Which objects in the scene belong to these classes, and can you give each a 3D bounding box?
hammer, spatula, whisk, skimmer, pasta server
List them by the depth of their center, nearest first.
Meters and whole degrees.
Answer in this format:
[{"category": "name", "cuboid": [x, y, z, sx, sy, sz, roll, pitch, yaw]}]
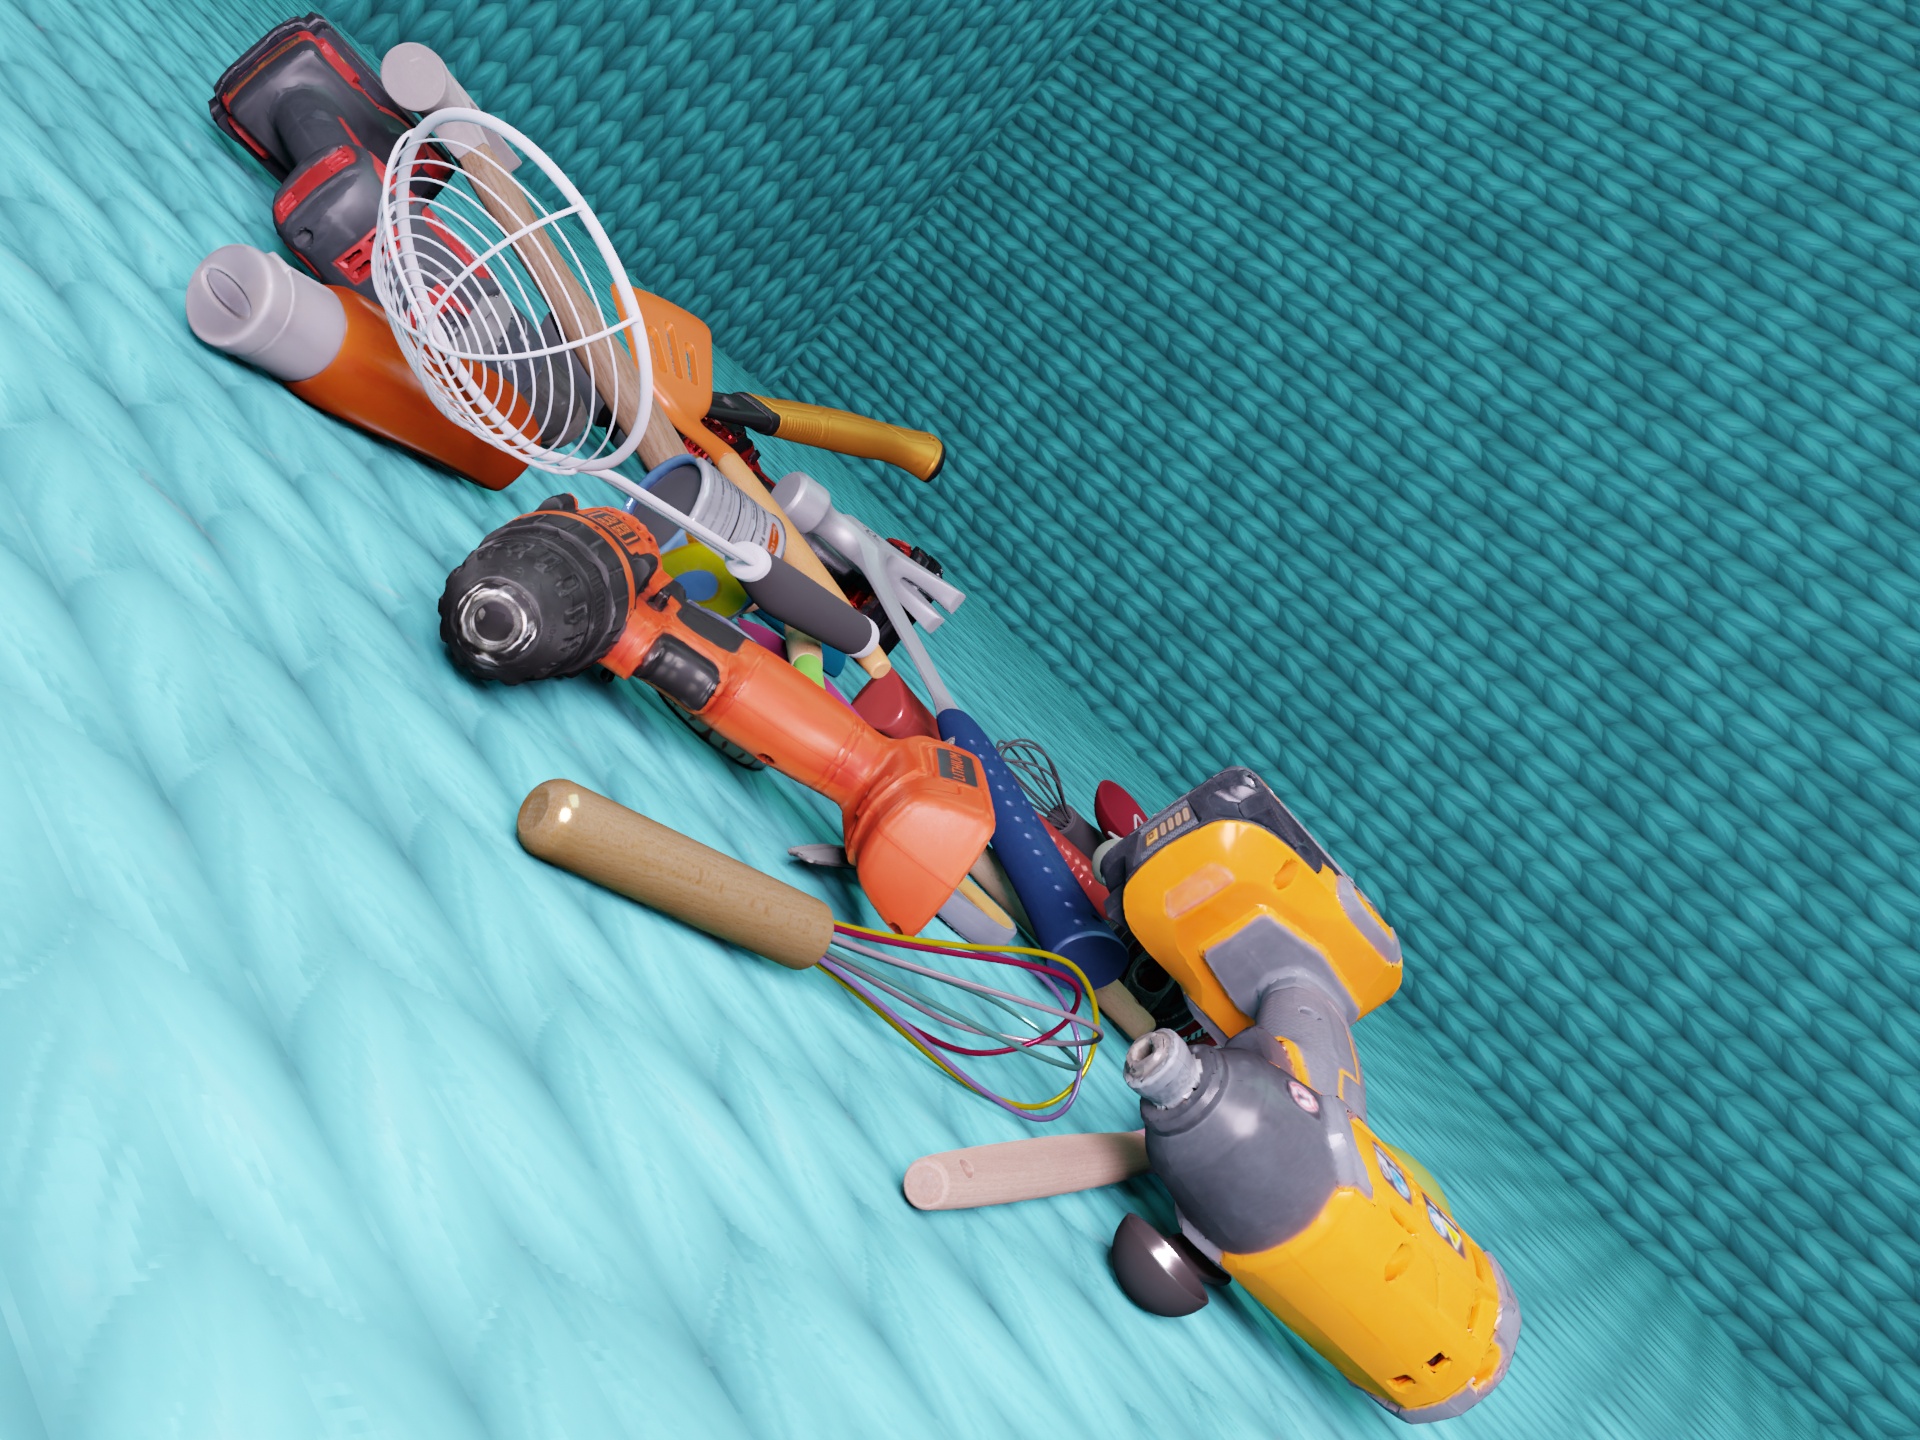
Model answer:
[{"category": "whisk", "cuboid": [-0.031, 0.068, 0.481, 0.244, 0.047, 0.051, 33, 13, -42]}, {"category": "pasta server", "cuboid": [0.057, 0.144, 0.541, 0.060, 0.040, 0.316, 58, 13, 23]}, {"category": "skimmer", "cuboid": [-0.105, -0.112, 0.666, 0.127, 0.090, 0.363, 28, -2, 27]}, {"category": "whisk", "cuboid": [0.092, 0.074, 0.827, 0.058, 0.059, 0.246, 22, 1, 12]}, {"category": "hammer", "cuboid": [-0.198, -0.203, 0.865, 0.331, 0.031, 0.130, 59, 0, -18]}, {"category": "hammer", "cuboid": [-0.001, -0.003, 0.870, 0.144, 0.035, 0.406, 33, 18, -37]}, {"category": "spatula", "cuboid": [-0.118, -0.141, 0.916, 0.081, 0.041, 0.323, 14, 33, -51]}, {"category": "hammer", "cuboid": [0.074, 0.095, 0.980, 0.359, 0.036, 0.149, 42, 6, -14]}, {"category": "whisk", "cuboid": [0.068, 0.071, 1.085, 0.055, 0.055, 0.238, 48, 3, 37]}, {"category": "hammer", "cuboid": [-0.130, -0.213, 1.102, 0.336, 0.034, 0.127, 2, 45, -51]}]

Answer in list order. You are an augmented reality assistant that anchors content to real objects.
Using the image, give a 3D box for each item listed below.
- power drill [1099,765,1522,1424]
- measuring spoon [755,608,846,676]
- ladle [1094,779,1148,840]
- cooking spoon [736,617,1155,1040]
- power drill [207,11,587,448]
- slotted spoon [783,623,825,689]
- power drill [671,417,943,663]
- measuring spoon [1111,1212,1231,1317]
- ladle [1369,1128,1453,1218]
[{"category": "power drill", "cuboid": [0.109, 0.113, 0.572, 0.164, 0.084, 0.227, 45, 21, -21]}, {"category": "measuring spoon", "cuboid": [-0.112, -0.071, 0.969, 0.128, 0.021, 0.042, 40, 7, -36]}, {"category": "ladle", "cuboid": [0.142, 0.116, 0.971, 0.069, 0.031, 0.316, 40, 7, -25]}, {"category": "cooking spoon", "cuboid": [-0.014, 0.047, 0.824, 0.319, 0.017, 0.068, 45, 7, 24]}, {"category": "power drill", "cuboid": [-0.287, -0.249, 0.829, 0.227, 0.080, 0.187, 53, 4, 38]}, {"category": "slotted spoon", "cuboid": [-0.079, -0.034, 0.824, 0.070, 0.031, 0.314, 37, 12, -19]}, {"category": "power drill", "cuboid": [-0.120, -0.142, 1.145, 0.219, 0.078, 0.143, 39, 12, -9]}, {"category": "measuring spoon", "cuboid": [0.070, 0.179, 0.515, 0.034, 0.018, 0.124, 46, 0, 26]}, {"category": "ladle", "cuboid": [0.186, 0.205, 0.817, 0.078, 0.062, 0.320, 34, 7, -2]}]
